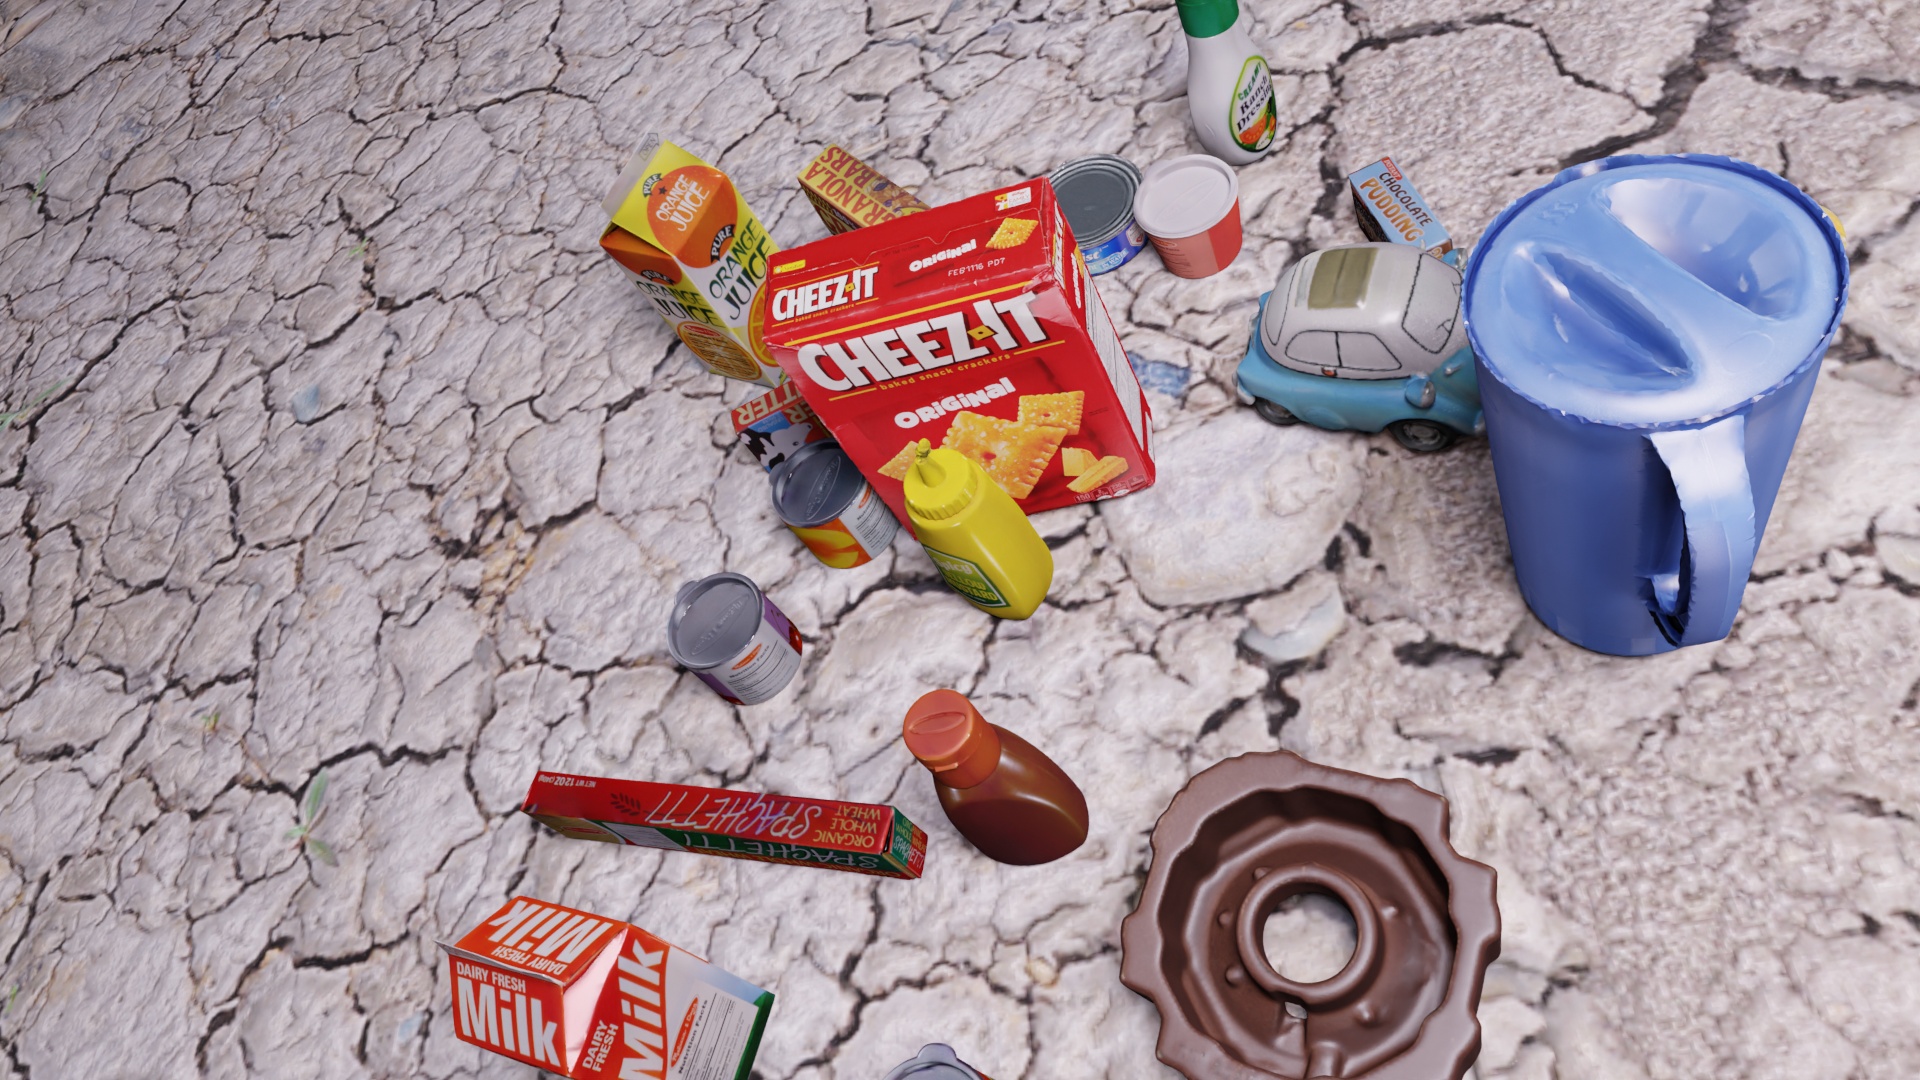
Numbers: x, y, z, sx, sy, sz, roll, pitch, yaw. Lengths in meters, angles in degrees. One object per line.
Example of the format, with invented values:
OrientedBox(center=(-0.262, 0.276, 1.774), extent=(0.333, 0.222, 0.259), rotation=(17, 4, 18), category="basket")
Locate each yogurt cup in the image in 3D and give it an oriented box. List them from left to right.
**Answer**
OrientedBox(center=(0.152, -0.208, 0.906), extent=(0.072, 0.053, 0.073), rotation=(-11, 56, 18), category="yogurt cup")

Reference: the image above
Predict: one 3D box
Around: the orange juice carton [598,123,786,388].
OrientedBox(center=(-0.178, -0.192, 0.955), extent=(0.073, 0.192, 0.072), rotation=(15, 68, 31), category="orange juice carton")

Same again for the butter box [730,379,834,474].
OrientedBox(center=(-0.098, -0.089, 0.943), extent=(0.103, 0.053, 0.024), rotation=(-27, 53, 7), category="butter box")

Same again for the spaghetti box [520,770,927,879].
OrientedBox(center=(-0.139, 0.164, 0.805), extent=(0.250, 0.050, 0.029), rotation=(1, 61, 24), category="spaghetti box")

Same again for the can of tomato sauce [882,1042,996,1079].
OrientedBox(center=(0.000, 0.281, 0.650), extent=(0.071, 0.083, 0.071), rotation=(-11, 56, 18), category="can of tomato sauce")

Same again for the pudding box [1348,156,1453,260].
OrientedBox(center=(0.269, -0.188, 0.844), extent=(0.030, 0.049, 0.084), rotation=(-25, 53, 9), category="pudding box")

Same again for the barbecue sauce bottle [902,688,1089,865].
OrientedBox(center=(0.016, 0.121, 0.701), extent=(0.065, 0.148, 0.044), rotation=(-14, 56, 16), category="barbecue sauce bottle")

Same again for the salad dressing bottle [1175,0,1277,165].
OrientedBox(center=(0.170, -0.311, 0.904), extent=(0.044, 0.147, 0.064), rotation=(27, 74, 34), category="salad dressing bottle")

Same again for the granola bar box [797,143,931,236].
OrientedBox(center=(-0.027, -0.180, 0.924), extent=(0.039, 0.124, 0.166), rotation=(-44, 53, -6), category="granola bar box")

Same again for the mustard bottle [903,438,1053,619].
OrientedBox(center=(0.003, -0.010, 0.782), extent=(0.065, 0.159, 0.049), rotation=(18, 69, 32), category="mustard bottle")

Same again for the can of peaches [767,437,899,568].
OrientedBox(center=(-0.081, -0.024, 0.892), extent=(0.071, 0.058, 0.071), rotation=(-11, 56, 18), category="can of peaches")

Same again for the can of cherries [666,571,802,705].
OrientedBox(center=(-0.141, 0.060, 0.866), extent=(0.071, 0.058, 0.072), rotation=(-11, 56, 18), category="can of cherries")

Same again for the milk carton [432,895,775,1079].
OrientedBox(center=(-0.176, 0.232, 0.691), extent=(0.072, 0.190, 0.074), rotation=(5, 63, 27), category="milk carton")
